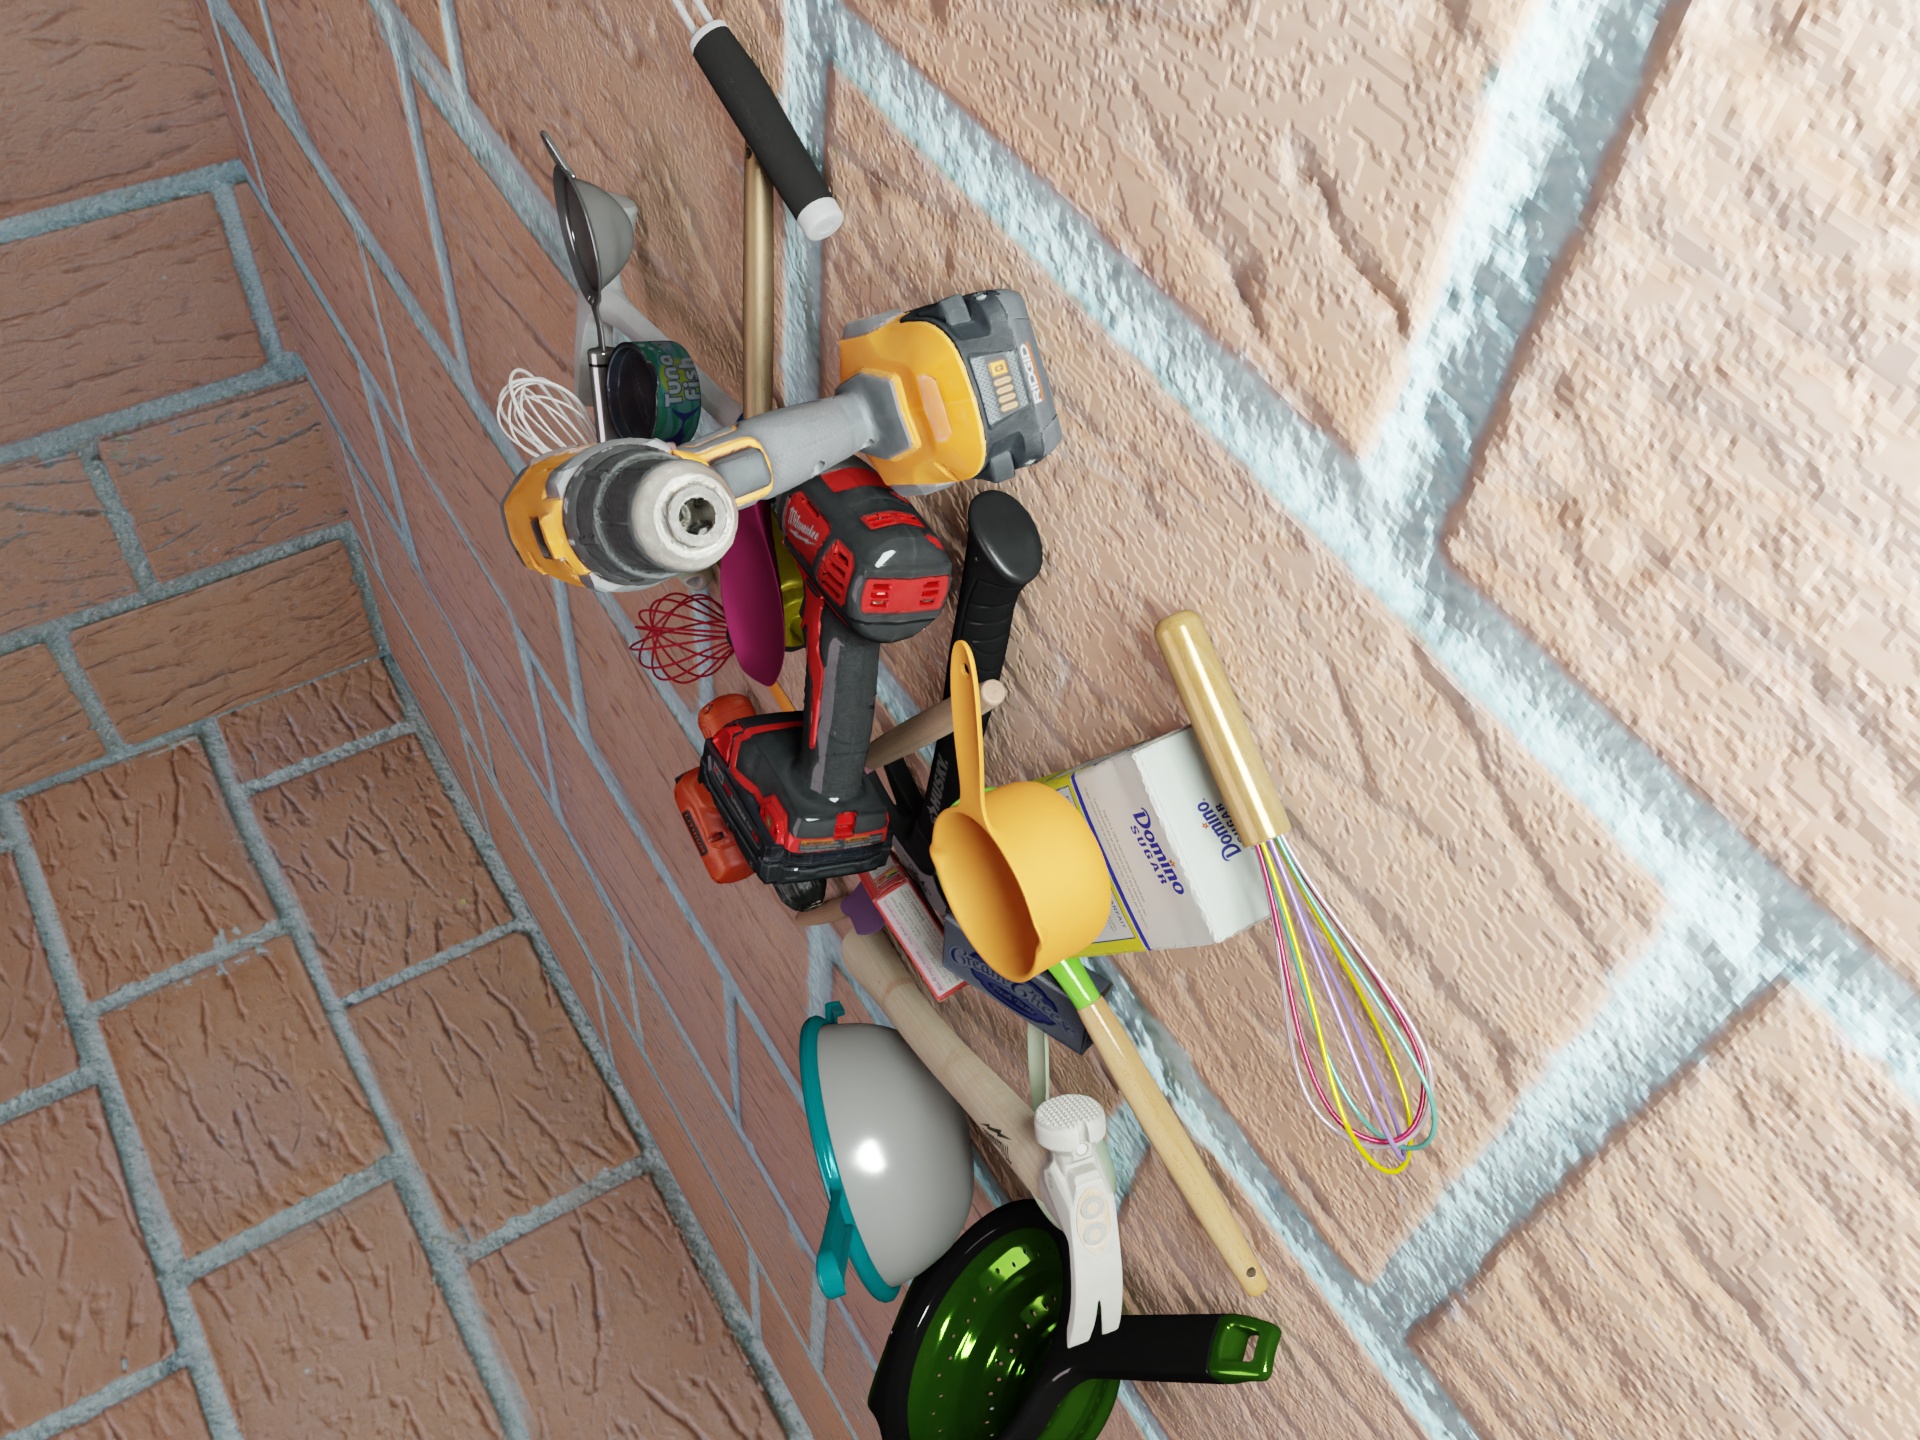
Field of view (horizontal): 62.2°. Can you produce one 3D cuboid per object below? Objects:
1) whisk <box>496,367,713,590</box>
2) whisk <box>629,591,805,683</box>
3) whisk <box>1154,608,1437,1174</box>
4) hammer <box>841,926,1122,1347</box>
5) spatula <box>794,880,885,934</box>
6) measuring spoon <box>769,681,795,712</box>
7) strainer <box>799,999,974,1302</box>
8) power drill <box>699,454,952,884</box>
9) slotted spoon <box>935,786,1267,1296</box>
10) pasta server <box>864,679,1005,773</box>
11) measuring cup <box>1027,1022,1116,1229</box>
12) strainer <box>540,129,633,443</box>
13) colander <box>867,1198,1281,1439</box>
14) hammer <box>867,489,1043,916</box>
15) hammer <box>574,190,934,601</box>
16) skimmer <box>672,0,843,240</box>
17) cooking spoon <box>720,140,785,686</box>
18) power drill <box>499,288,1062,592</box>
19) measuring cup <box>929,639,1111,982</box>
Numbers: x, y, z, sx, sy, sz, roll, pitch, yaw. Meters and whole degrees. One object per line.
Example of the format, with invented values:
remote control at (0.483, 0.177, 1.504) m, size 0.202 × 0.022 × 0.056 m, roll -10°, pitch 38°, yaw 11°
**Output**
whisk at (-0.246, -0.164, 1.137) m, size 0.246 × 0.058 × 0.059 m, roll 51°, pitch -157°, yaw -53°
whisk at (-0.168, -0.062, 1.151) m, size 0.296 × 0.073 × 0.073 m, roll 3°, pitch 115°, yaw 57°
whisk at (0.134, 0.069, 0.651) m, size 0.245 × 0.047 × 0.051 m, roll 68°, pitch 159°, yaw 4°
hammer at (-0.002, 0.236, 1.044) m, size 0.411 × 0.038 × 0.146 m, roll -148°, pitch 49°, yaw -65°
spatula at (-0.091, 0.142, 1.227) m, size 0.316 × 0.018 × 0.060 m, roll 148°, pitch 137°, yaw -70°
measuring spoon at (-0.138, -0.014, 1.198) m, size 0.117 × 0.011 × 0.021 m, roll 56°, pitch 156°, yaw 21°
strainer at (-0.042, 0.311, 1.105) m, size 0.340 × 0.095 × 0.211 m, roll -85°, pitch -23°, yaw -87°
power drill at (-0.075, -0.034, 0.846) m, size 0.143 × 0.078 × 0.219 m, roll 52°, pitch 137°, yaw 43°
slotted spoon at (0.080, 0.175, 0.857) m, size 0.314 × 0.070 × 0.031 m, roll 59°, pitch 168°, yaw -1°
pasta server at (-0.049, 0.018, 0.913) m, size 0.316 × 0.040 × 0.060 m, roll 153°, pitch 107°, yaw -65°
measuring cup at (0.064, 0.237, 0.979) m, size 0.083 × 0.038 × 0.167 m, roll 36°, pitch 137°, yaw 54°
strainer at (-0.227, -0.241, 1.014) m, size 0.087 × 0.050 × 0.258 m, roll -138°, pitch 42°, yaw -55°
colander at (0.087, 0.419, 1.027) m, size 0.094 × 0.205 × 0.397 m, roll 36°, pitch 146°, yaw -18°
hammer at (-0.001, -0.003, 0.883) m, size 0.146 × 0.035 × 0.334 m, roll 53°, pitch 154°, yaw 26°
hammer at (-0.138, -0.179, 0.978) m, size 0.406 × 0.035 × 0.144 m, roll 45°, pitch 133°, yaw 35°
skimmer at (-0.175, -0.397, 0.802) m, size 0.127 × 0.090 × 0.363 m, roll -36°, pitch 80°, yaw 31°
cooking spoon at (-0.114, -0.168, 0.901) m, size 0.069 × 0.017 × 0.318 m, roll 30°, pitch 126°, yaw 43°
power drill at (-0.069, -0.114, 0.672) m, size 0.185 × 0.226 × 0.084 m, roll 14°, pitch 125°, yaw 62°
measuring cup at (0.027, 0.035, 0.726) m, size 0.095 × 0.052 × 0.173 m, roll 33°, pitch 137°, yaw 50°
